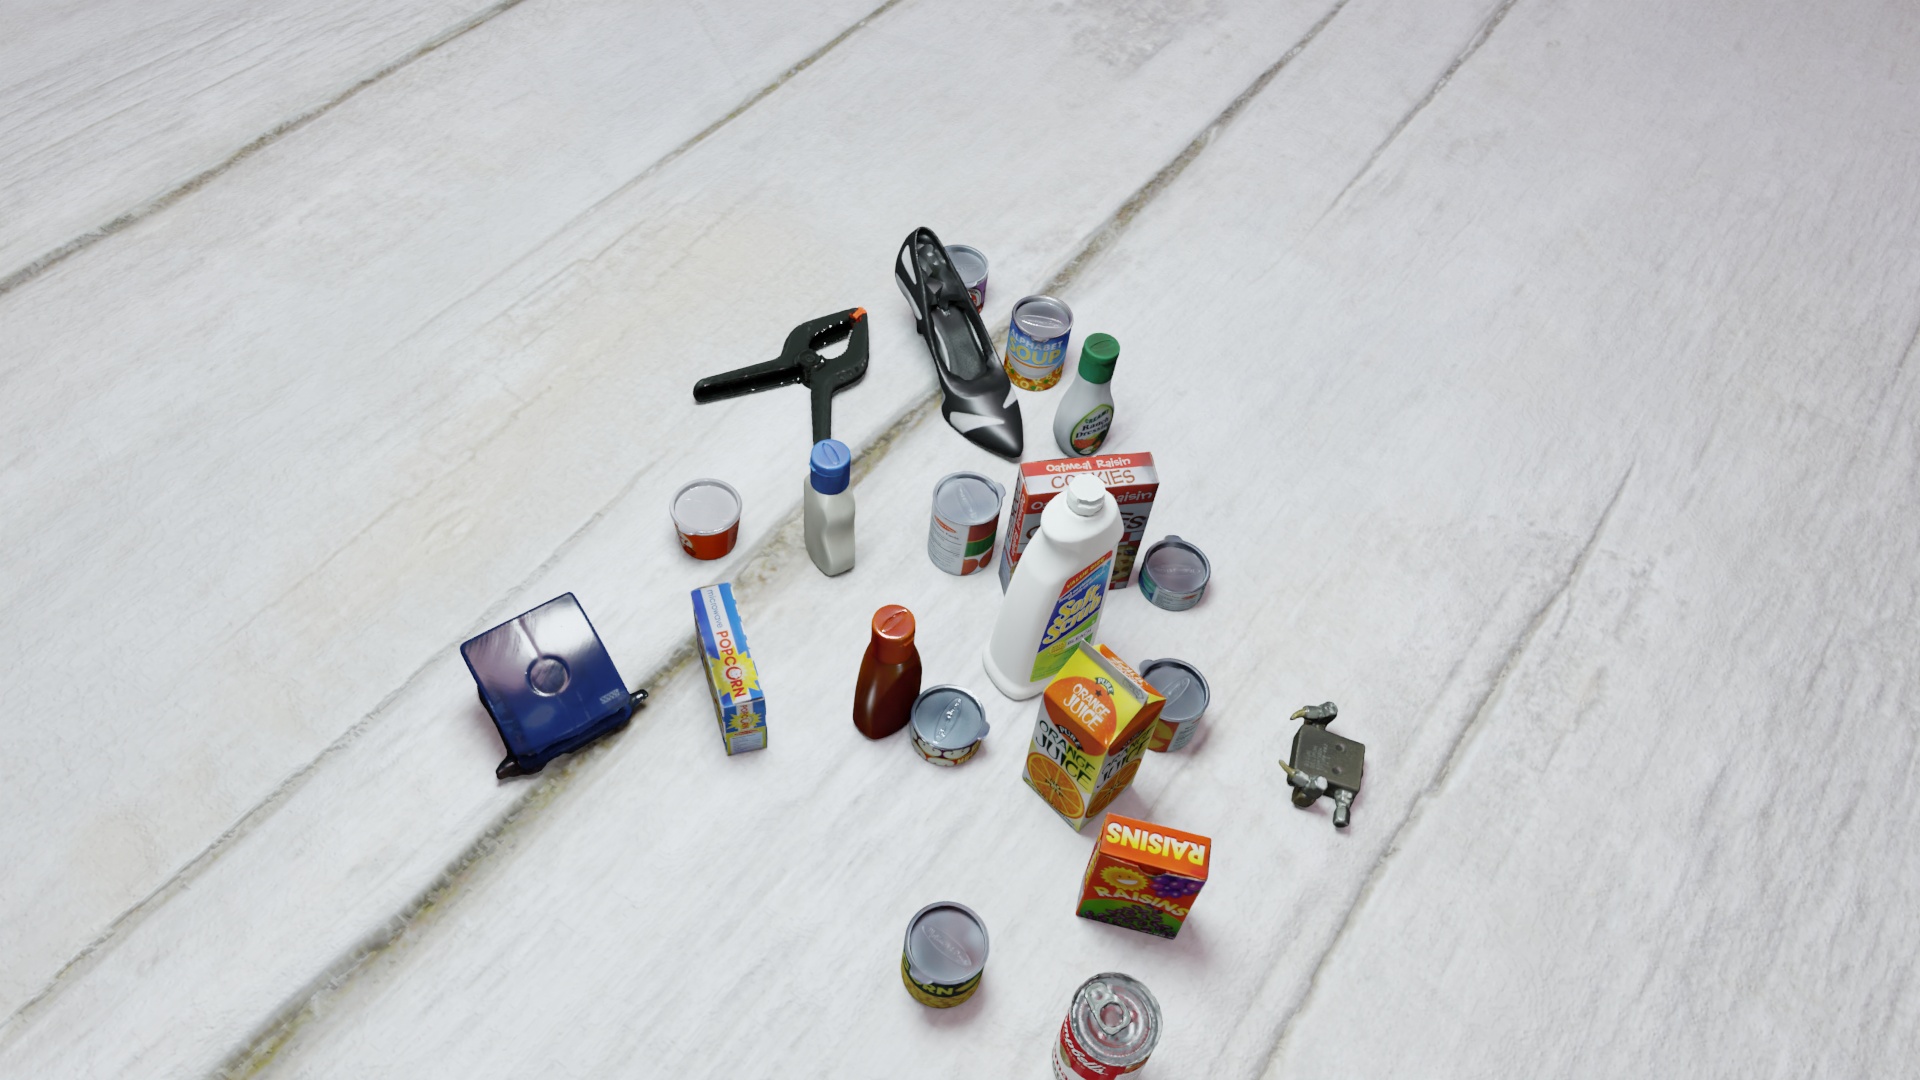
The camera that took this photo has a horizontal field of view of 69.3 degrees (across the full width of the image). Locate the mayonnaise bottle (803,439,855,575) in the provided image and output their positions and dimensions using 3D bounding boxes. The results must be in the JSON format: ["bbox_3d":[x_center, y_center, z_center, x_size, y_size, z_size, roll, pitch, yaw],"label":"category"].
[{"bbox_3d":[-0.121,-0.033,1.293,0.041,0.147,0.065,-21,58,-21],"label":"mayonnaise bottle"}]

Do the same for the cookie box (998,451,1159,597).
[{"bbox_3d":[0.107,-0.012,1.292,0.123,0.166,0.040,-6,54,-11],"label":"cookie box"}]

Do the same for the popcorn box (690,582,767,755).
[{"bbox_3d":[-0.202,0.111,1.212,0.038,0.084,0.127,-12,55,-15],"label":"popcorn box"}]

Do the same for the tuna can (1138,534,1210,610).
[{"bbox_3d":[0.208,0.032,1.355,0.071,0.032,0.071,3,52,-4],"label":"tuna can"}]

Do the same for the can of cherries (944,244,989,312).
[{"bbox_3d":[-0.003,-0.287,1.561,0.071,0.058,0.072,3,52,-4],"label":"can of cherries"}]

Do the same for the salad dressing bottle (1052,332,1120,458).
[{"bbox_3d":[0.131,-0.147,1.411,0.064,0.146,0.044,-22,58,-21],"label":"salad dressing bottle"}]

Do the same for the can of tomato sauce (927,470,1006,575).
[{"bbox_3d":[0.005,-0.017,1.337,0.071,0.082,0.071,3,52,-4],"label":"can of tomato sauce"}]

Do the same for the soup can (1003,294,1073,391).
[{"bbox_3d":[0.082,-0.210,1.495,0.071,0.083,0.072,3,52,-4],"label":"soup can"}]

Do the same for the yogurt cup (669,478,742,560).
[{"bbox_3d":[-0.242,-0.018,1.327,0.072,0.053,0.073,3,52,-4],"label":"yogurt cup"}]

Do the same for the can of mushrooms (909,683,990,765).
[{"bbox_3d":[-0.010,0.164,1.226,0.071,0.033,0.071,3,52,-4],"label":"can of mushrooms"}]

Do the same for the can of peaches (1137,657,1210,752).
[{"bbox_3d":[0.183,0.147,1.247,0.071,0.057,0.071,3,52,-4],"label":"can of peaches"}]

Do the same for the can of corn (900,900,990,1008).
[{"bbox_3d":[-0.014,0.326,1.085,0.071,0.058,0.071,3,52,-4],"label":"can of corn"}]

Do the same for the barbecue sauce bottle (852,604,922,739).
[{"bbox_3d":[-0.060,0.111,1.189,0.044,0.147,0.065,40,58,22],"label":"barbecue sauce bottle"}]

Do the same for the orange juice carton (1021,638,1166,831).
[{"bbox_3d":[0.111,0.155,1.147,0.073,0.191,0.072,-35,63,-28],"label":"orange juice carton"}]

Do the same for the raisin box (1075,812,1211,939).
[{"bbox_3d":[0.144,0.269,1.106,0.086,0.122,0.040,14,52,4],"label":"raisin box"}]
